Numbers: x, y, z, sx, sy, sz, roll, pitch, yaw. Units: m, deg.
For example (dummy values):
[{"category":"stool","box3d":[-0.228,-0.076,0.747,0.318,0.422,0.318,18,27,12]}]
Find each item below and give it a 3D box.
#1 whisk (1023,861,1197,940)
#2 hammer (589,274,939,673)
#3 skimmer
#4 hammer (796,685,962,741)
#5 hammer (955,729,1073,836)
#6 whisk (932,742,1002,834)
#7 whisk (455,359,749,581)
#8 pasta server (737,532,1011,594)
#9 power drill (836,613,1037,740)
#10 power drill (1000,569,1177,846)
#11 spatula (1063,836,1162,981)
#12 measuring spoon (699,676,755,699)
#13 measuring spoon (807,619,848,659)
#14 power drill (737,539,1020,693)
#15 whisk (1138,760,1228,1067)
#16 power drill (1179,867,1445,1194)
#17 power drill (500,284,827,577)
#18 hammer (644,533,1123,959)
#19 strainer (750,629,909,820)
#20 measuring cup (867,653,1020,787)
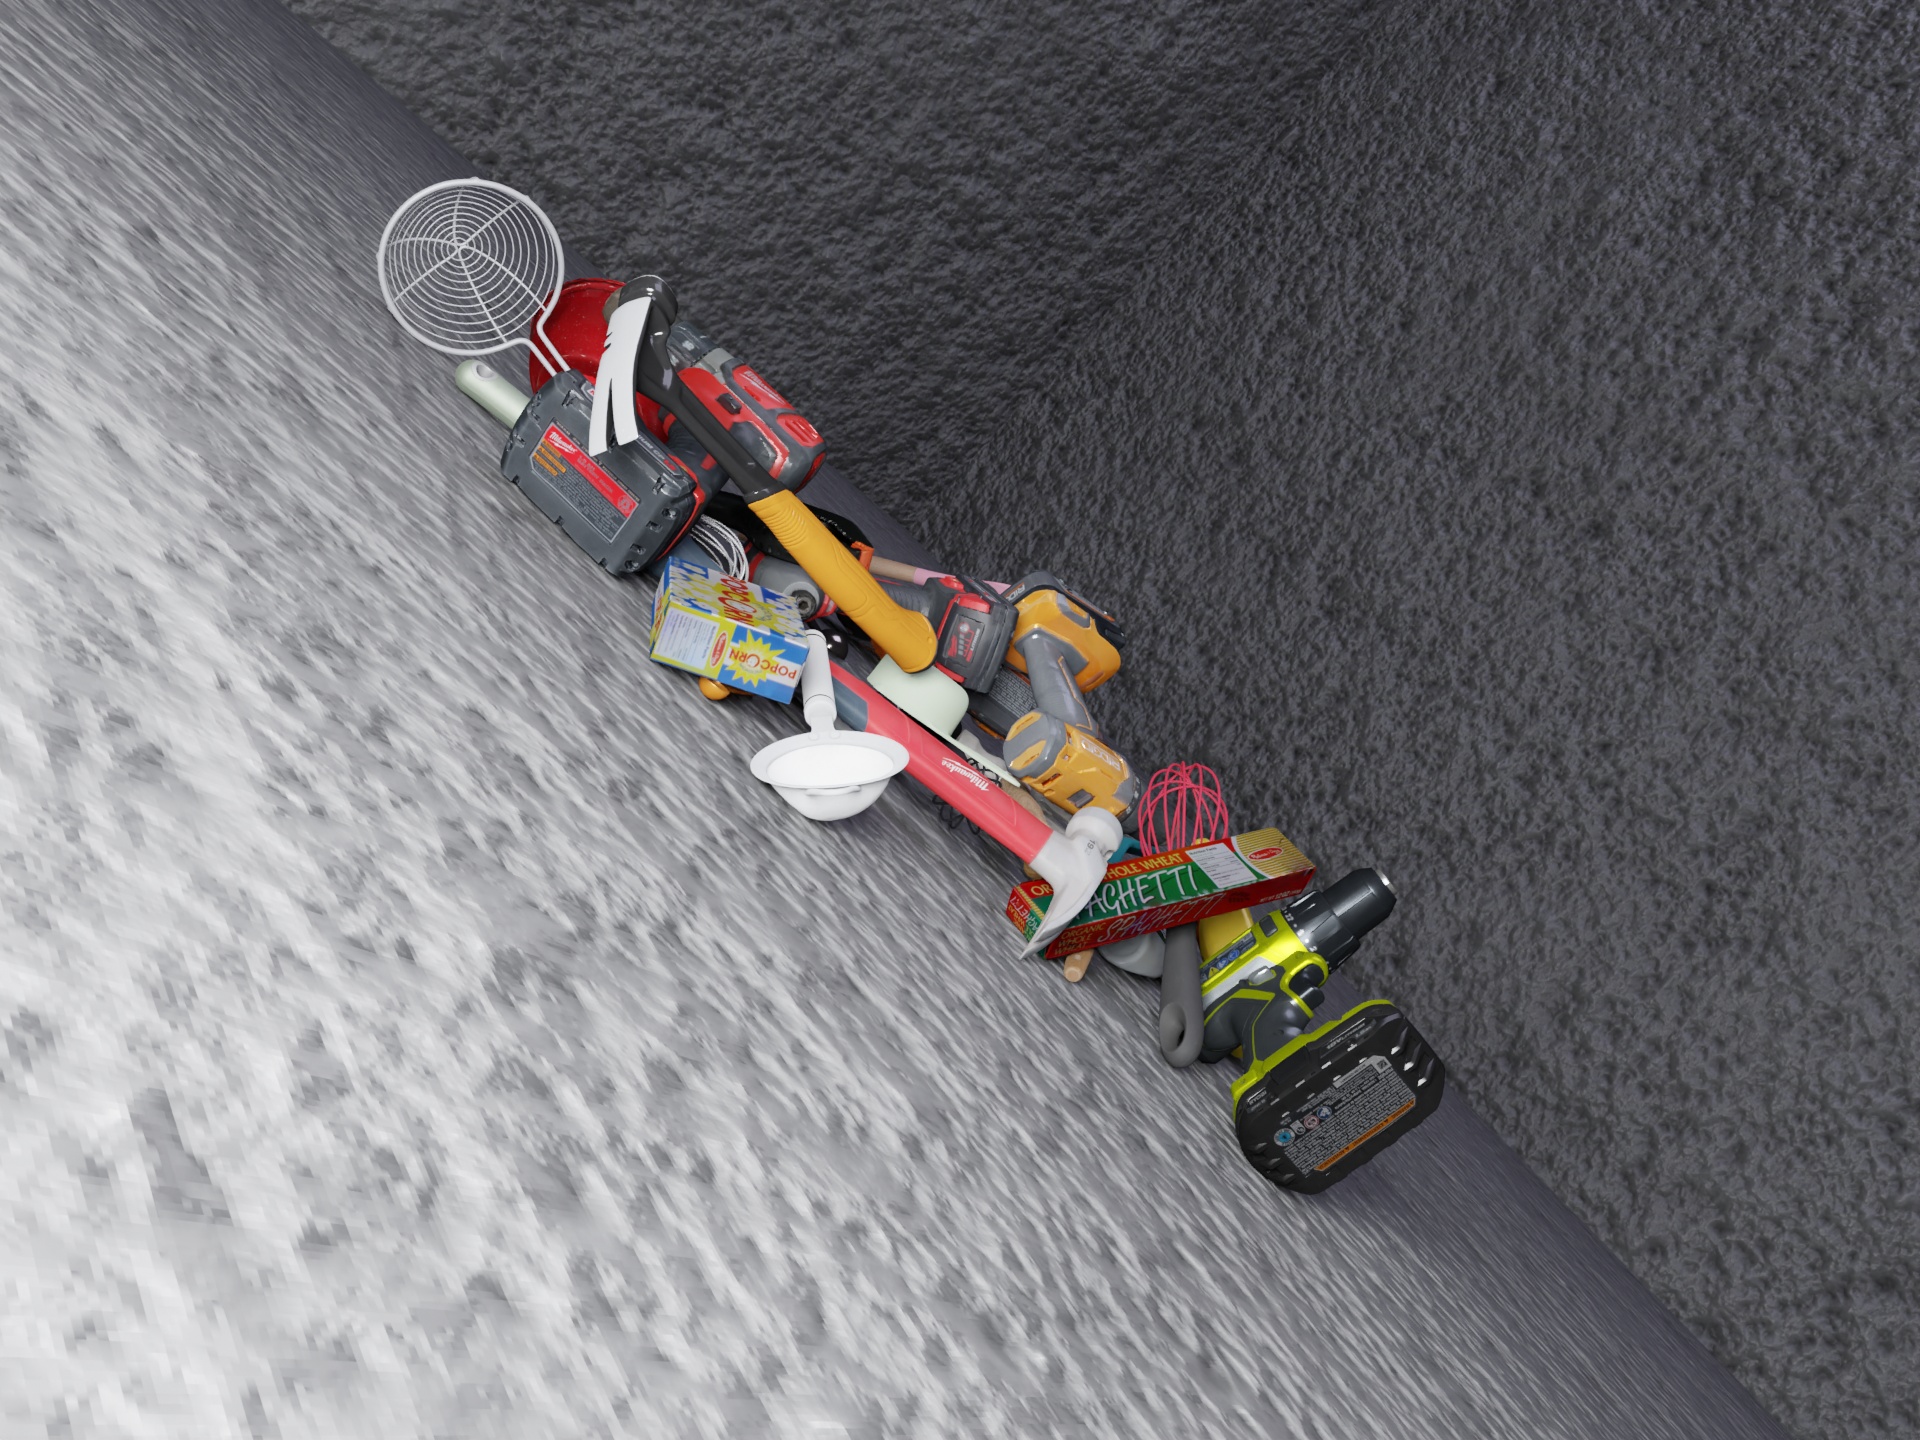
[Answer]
[{"category":"whisk","box3d":[0.130,0.155,1.338,0.244,0.047,0.051,33,13,-44]},{"category":"hammer","box3d":[-0.110,-0.123,1.008,0.336,0.034,0.127,45,37,-45]},{"category":"skimmer","box3d":[-0.263,-0.214,1.132,0.363,0.127,0.090,52,1,-7]},{"category":"hammer","box3d":[-0.060,-0.012,1.289,0.149,0.036,0.408,46,7,13]},{"category":"hammer","box3d":[0.051,0.072,1.293,0.130,0.031,0.331,36,3,-4]},{"category":"whisk","box3d":[-0.001,0.046,1.248,0.055,0.055,0.239,42,2,-9]},{"category":"whisk","box3d":[-0.249,-0.168,1.109,0.246,0.059,0.058,38,37,-6]},{"category":"pasta server","box3d":[-0.069,-0.137,1.513,0.316,0.040,0.060,15,6,15]},{"category":"power drill","box3d":[-0.024,-0.067,1.539,0.227,0.084,0.164,29,-5,42]},{"category":"power drill","box3d":[0.109,-0.003,1.373,0.185,0.084,0.226,32,35,-34]},{"category":"spatula","box3d":[0.107,0.133,1.196,0.082,0.044,0.317,15,19,9]},{"category":"measuring spoon","box3d":[-0.141,-0.019,0.966,0.021,0.011,0.117,39,3,2]},{"category":"measuring spoon","box3d":[-0.130,-0.092,1.453,0.034,0.018,0.124,38,8,-38]},{"category":"power drill","box3d":[-0.071,-0.095,1.326,0.219,0.078,0.143,14,15,-22]},{"category":"whisk","box3d":[0.164,0.135,1.183,0.073,0.073,0.296,40,35,-24]},{"category":"power drill","box3d":[0.244,0.201,1.099,0.080,0.190,0.229,49,9,-17]},{"category":"power drill","box3d":[-0.204,-0.203,1.055,0.188,0.080,0.227,44,32,-1]},{"category":"hammer","box3d":[-0.071,-0.001,1.042,0.386,0.038,0.143,37,36,2]},{"category":"strainer","box3d":[-0.080,0.000,0.932,0.259,0.087,0.050,-107,-166,-62]},{"category":"measuring cup","box3d":[-0.002,-0.004,1.158,0.168,0.038,0.083,36,3,42]}]
